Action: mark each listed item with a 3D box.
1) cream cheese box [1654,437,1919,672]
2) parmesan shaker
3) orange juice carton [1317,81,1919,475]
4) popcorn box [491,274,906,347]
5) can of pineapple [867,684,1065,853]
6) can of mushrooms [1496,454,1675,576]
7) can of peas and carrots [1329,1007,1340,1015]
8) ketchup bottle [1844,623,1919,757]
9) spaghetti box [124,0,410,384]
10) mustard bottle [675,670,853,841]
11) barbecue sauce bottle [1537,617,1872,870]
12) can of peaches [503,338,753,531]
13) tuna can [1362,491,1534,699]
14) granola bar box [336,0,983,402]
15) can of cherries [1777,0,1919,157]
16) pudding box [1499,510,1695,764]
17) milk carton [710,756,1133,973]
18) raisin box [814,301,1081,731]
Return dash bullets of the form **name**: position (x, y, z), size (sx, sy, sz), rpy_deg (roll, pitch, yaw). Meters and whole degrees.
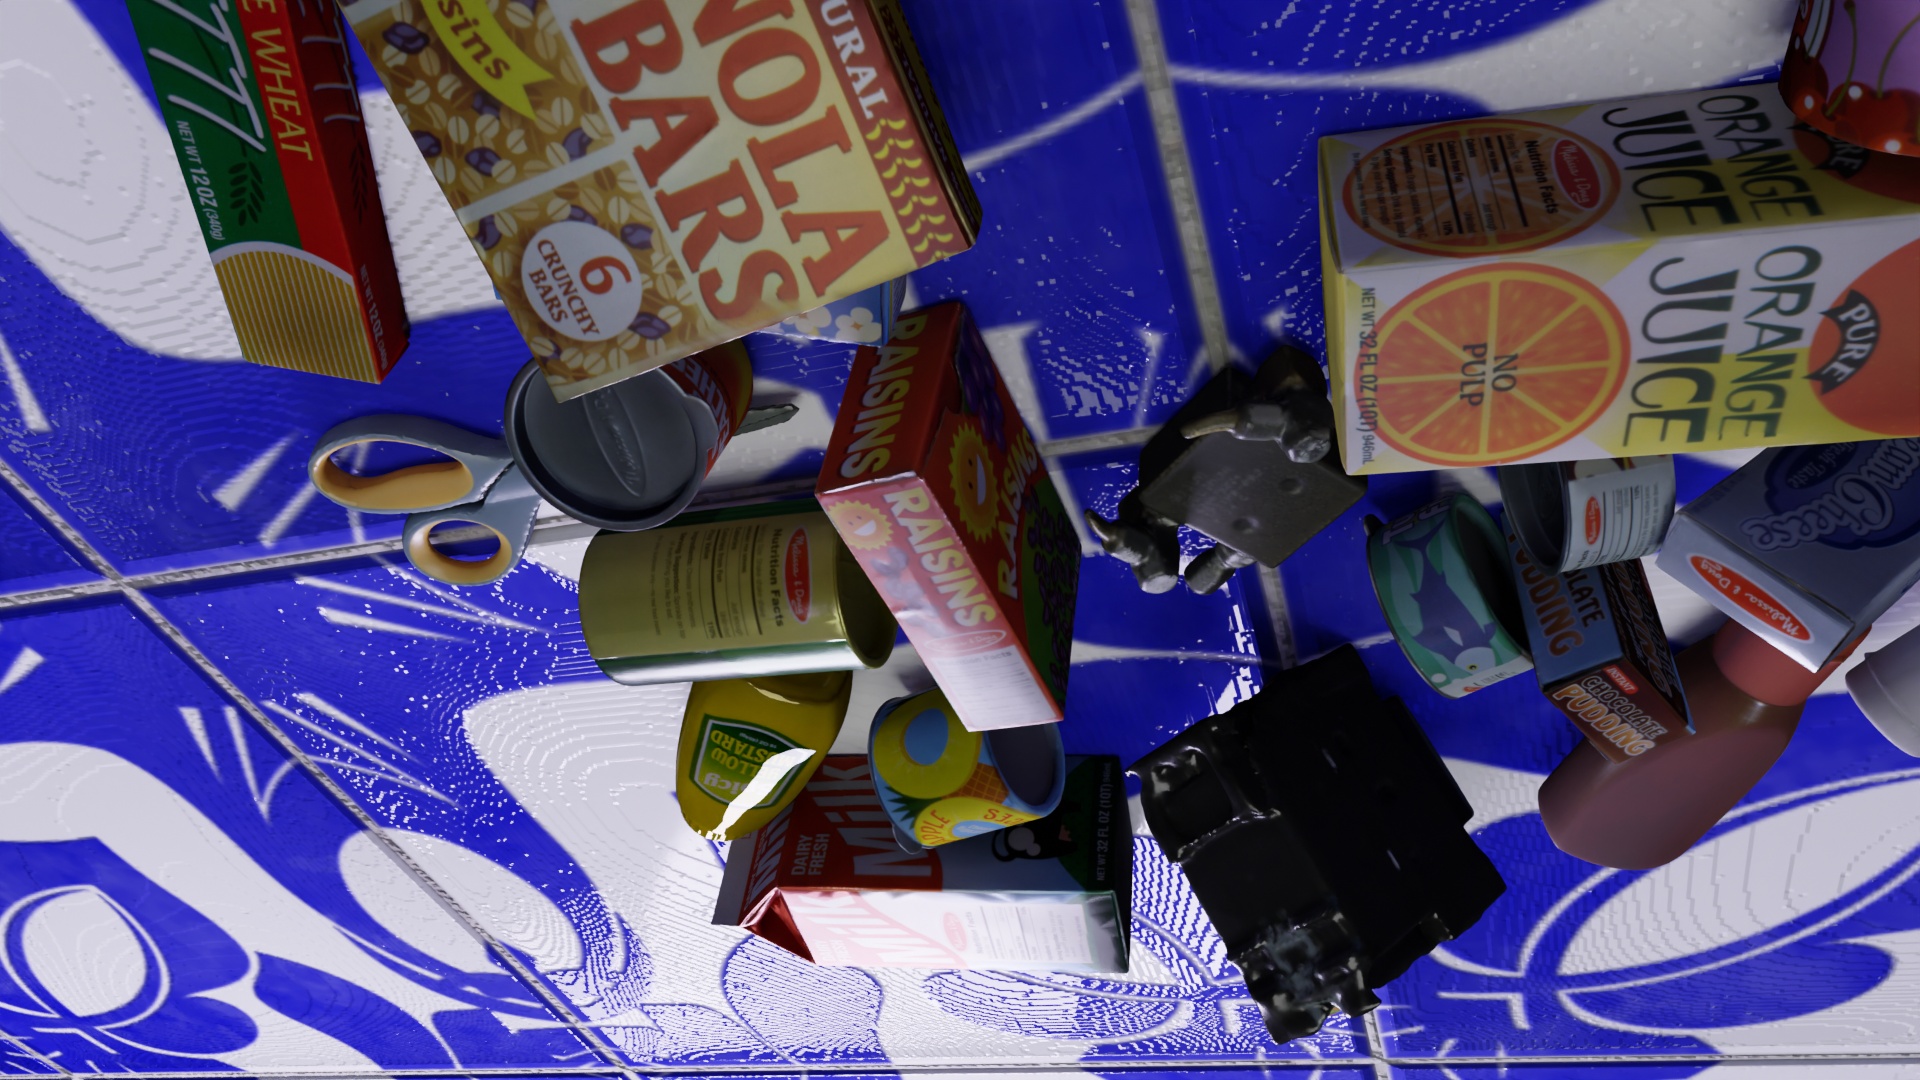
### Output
- **cream cheese box**: position (0.259, -0.009, 0.406), size (0.104, 0.053, 0.024), rpy_deg (-30, 144, -24)
- **parmesan shaker**: position (-0.082, 0.017, 0.525), size (0.103, 0.072, 0.071), rpy_deg (-6, 134, 16)
- **orange juice carton**: position (0.198, -0.073, 0.376), size (0.193, 0.073, 0.071), rpy_deg (-4, 134, 13)
- **popcorn box**: position (-0.079, -0.108, 0.415), size (0.127, 0.038, 0.084), rpy_deg (7, 137, 3)
- **can of pineapple**: position (0.004, 0.092, 0.583), size (0.057, 0.071, 0.071), rpy_deg (-22, 128, 28)
- **can of mushrooms**: position (0.191, -0.026, 0.432), size (0.033, 0.071, 0.070), rpy_deg (-12, 133, 7)
- **can of peas and carrots**: position (0.168, 0.180, 0.645), size (0.071, 0.071, 0.058), rpy_deg (19, 136, -9)
- **ketchup bottle**: position (0.362, 0.015, 0.445), size (0.065, 0.044, 0.148), rpy_deg (12, 134, -34)
- **spaghetti box**: position (-0.209, -0.150, 0.402), size (0.050, 0.029, 0.248), rpy_deg (9, 136, 0)
- **mustard bottle**: position (-0.095, 0.095, 0.618), size (0.065, 0.049, 0.159), rpy_deg (20, 135, -7)
- **barbecue sauce bottle**: position (0.283, 0.071, 0.530), size (0.065, 0.044, 0.147), rpy_deg (5, 136, -9)
- **can of peaches**: position (-0.105, -0.046, 0.459), size (0.071, 0.058, 0.071), rpy_deg (4, 120, 7)
- **tuna can**: position (0.171, 0.016, 0.481), size (0.032, 0.071, 0.071), rpy_deg (-30, 124, 33)
- **granola bar box**: position (-0.082, -0.131, 0.346), size (0.124, 0.039, 0.165), rpy_deg (-18, 113, 14)
- **can of cherries**: position (0.229, -0.130, 0.320), size (0.071, 0.072, 0.058), rpy_deg (-1, 136, 11)
- **pudding box**: position (0.213, 0.027, 0.468), size (0.030, 0.084, 0.049), rpy_deg (-31, 123, 34)
- **milk carton**: position (-0.018, 0.149, 0.644), size (0.190, 0.073, 0.073), rpy_deg (-2, 135, 11)
- **raisin box**: position (0.002, -0.006, 0.471), size (0.040, 0.086, 0.123), rpy_deg (-11, 132, 22)
